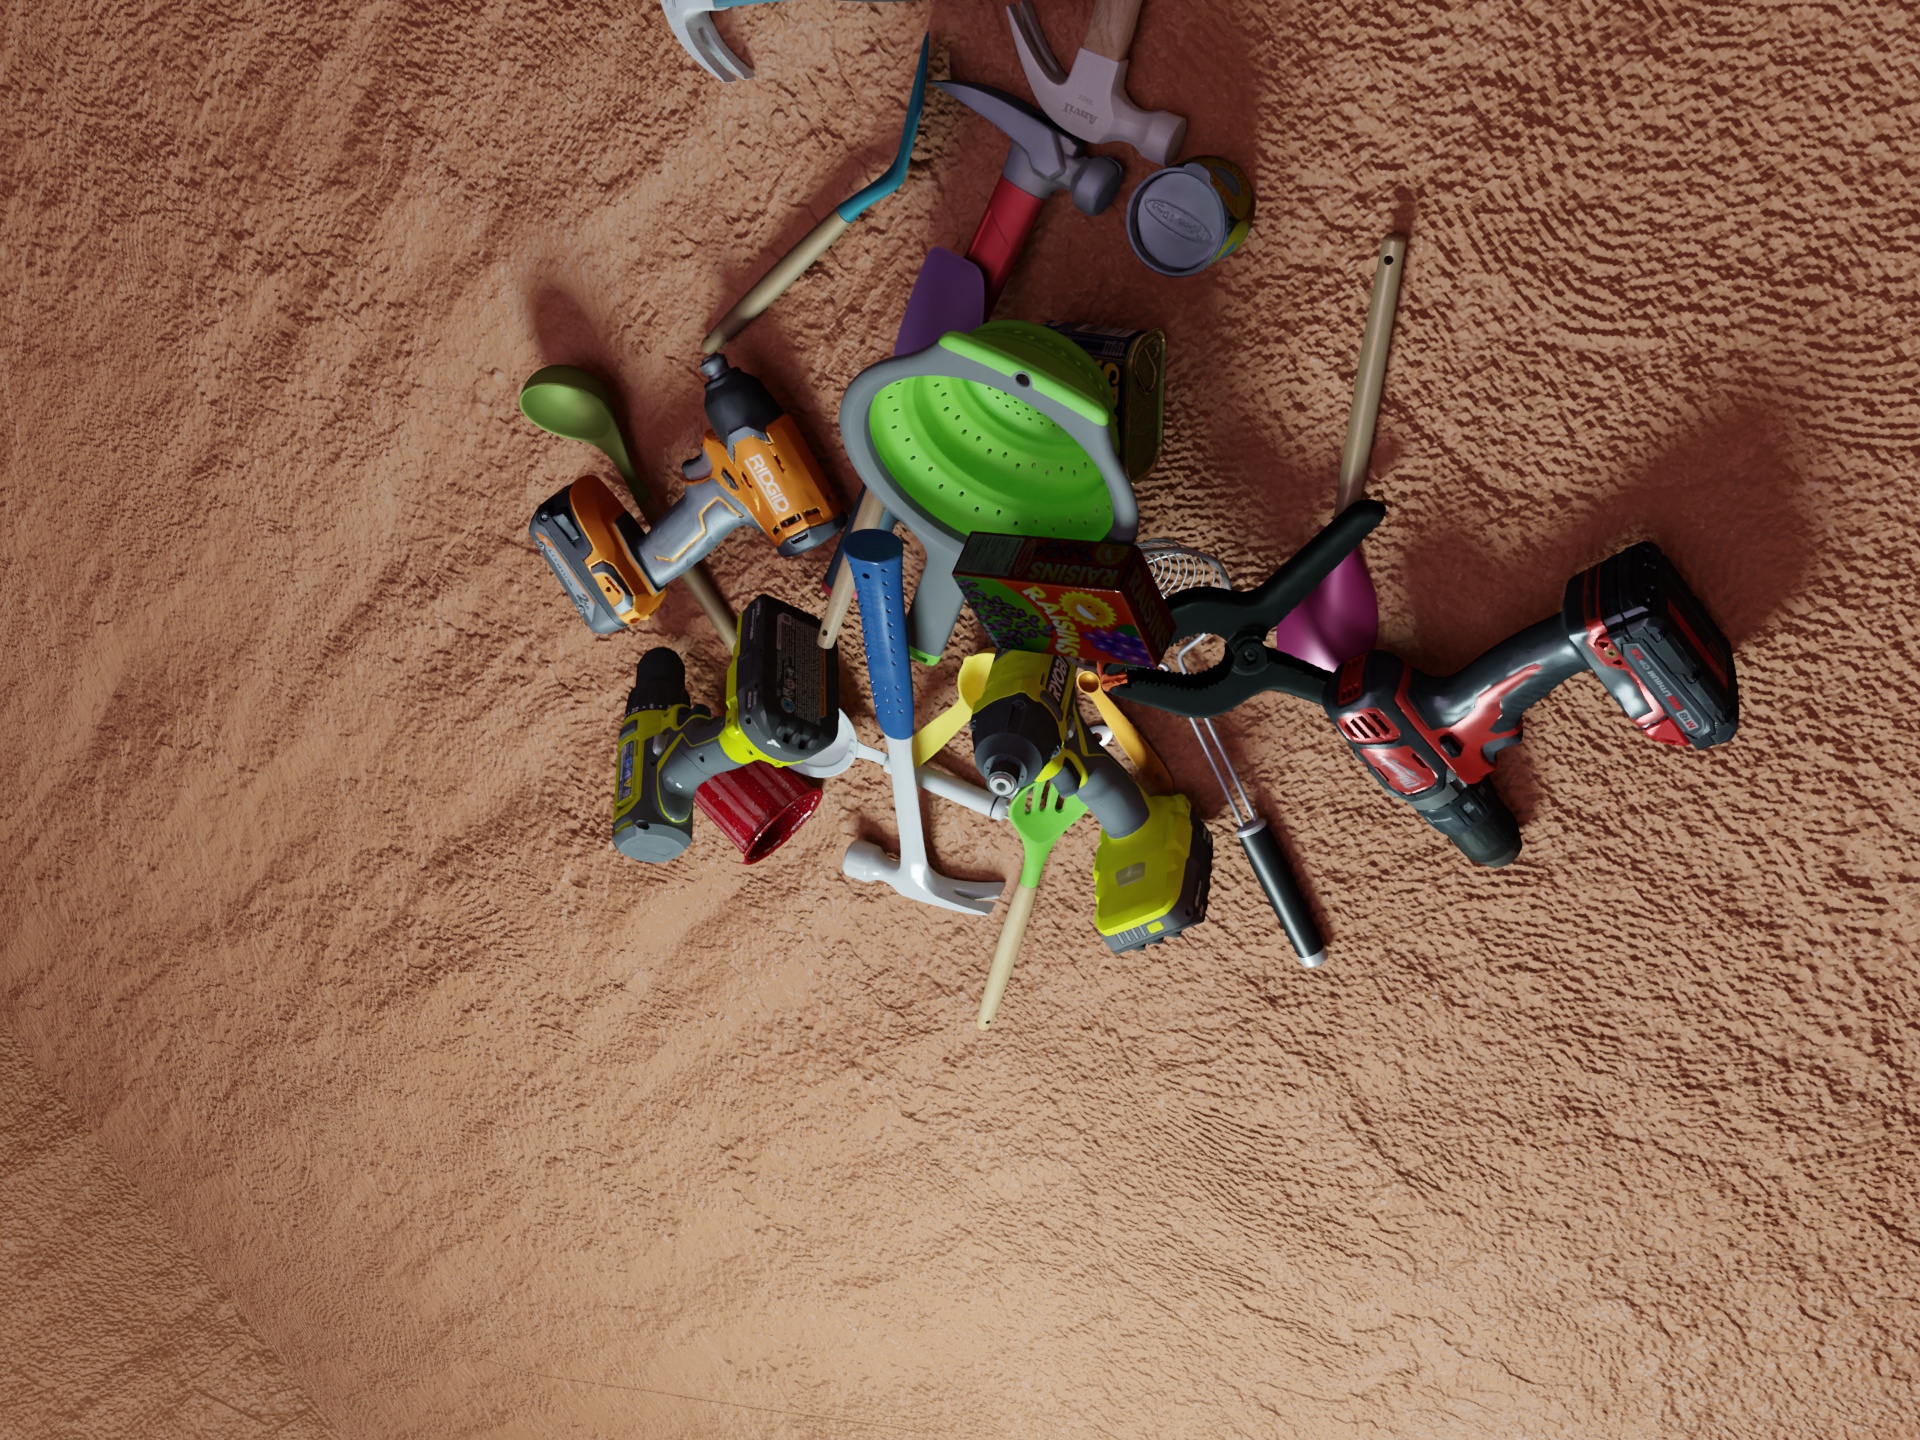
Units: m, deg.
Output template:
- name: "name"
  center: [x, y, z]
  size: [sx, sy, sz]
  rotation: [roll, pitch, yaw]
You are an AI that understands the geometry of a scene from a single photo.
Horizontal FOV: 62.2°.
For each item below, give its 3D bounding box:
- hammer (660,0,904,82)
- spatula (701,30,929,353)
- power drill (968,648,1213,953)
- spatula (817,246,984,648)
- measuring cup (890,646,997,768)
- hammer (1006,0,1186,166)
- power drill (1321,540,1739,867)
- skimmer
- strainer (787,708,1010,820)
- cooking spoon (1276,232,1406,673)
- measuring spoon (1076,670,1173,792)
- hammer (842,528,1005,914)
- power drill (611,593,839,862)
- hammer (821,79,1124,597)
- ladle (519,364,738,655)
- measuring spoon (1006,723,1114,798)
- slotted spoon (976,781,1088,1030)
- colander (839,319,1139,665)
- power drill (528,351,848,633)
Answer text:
- name: "hammer"
  center: [-0.074, -0.487, 1.036]
  size: [0.331, 0.033, 0.128]
  rotation: [14, 123, 33]
- name: "spatula"
  center: [-0.106, -0.355, 1.139]
  size: [0.044, 0.082, 0.317]
  rotation: [25, 143, -32]
- name: "power drill"
  center: [0.089, 0.055, 1.141]
  size: [0.080, 0.171, 0.223]
  rotation: [-26, 116, 28]
- name: "spatula"
  center: [-0.050, -0.183, 1.142]
  size: [0.060, 0.018, 0.315]
  rotation: [33, 121, 16]
- name: "measuring cup"
  center: [-0.002, -0.004, 1.268]
  size: [0.062, 0.029, 0.156]
  rotation: [49, 125, -1]
- name: "hammer"
  center: [0.116, -0.509, 0.932]
  size: [0.130, 0.031, 0.331]
  rotation: [28, 126, 16]
- name: "power drill"
  center: [0.369, 0.003, 1.012]
  size: [0.226, 0.080, 0.187]
  rotation: [-27, 118, 39]
- name: "skimmer"
  center: [0.186, 0.036, 1.142]
  size: [0.127, 0.090, 0.363]
  rotation: [-25, 103, 10]
- name: "strainer"
  center: [-0.063, 0.032, 1.326]
  size: [0.258, 0.050, 0.086]
  rotation: [23, 128, 13]
- name: "cooking spoon"
  center: [0.256, -0.157, 1.043]
  size: [0.069, 0.017, 0.318]
  rotation: [16, 123, 22]
- name: "measuring spoon"
  center: [0.128, 0.008, 1.217]
  size: [0.021, 0.011, 0.117]
  rotation: [-31, 100, 36]
- name: "hammer"
  center: [-0.042, 0.016, 1.229]
  size: [0.144, 0.035, 0.405]
  rotation: [18, 142, 19]
- name: "power drill"
  center: [-0.201, -0.008, 1.293]
  size: [0.080, 0.191, 0.228]
  rotation: [24, 140, -38]
- name: "hammer"
  center: [-0.030, -0.252, 1.136]
  size: [0.143, 0.038, 0.386]
  rotation: [36, 123, 12]
- name: "ladle"
  center: [-0.258, -0.156, 1.335]
  size: [0.078, 0.062, 0.320]
  rotation: [-20, 106, 46]
- name: "measuring spoon"
  center: [0.072, 0.033, 1.257]
  size: [0.124, 0.018, 0.034]
  rotation: [-30, 97, 38]
- name: "slotted spoon"
  center: [0.049, 0.152, 1.324]
  size: [0.070, 0.031, 0.313]
  rotation: [-1, 130, -18]
- name: "colander"
  center: [0.017, -0.155, 1.091]
  size: [0.204, 0.094, 0.397]
  rotation: [27, 154, 0]
- name: "power drill"
  center: [-0.222, -0.178, 1.251]
  size: [0.226, 0.084, 0.164]
  rotation: [-23, 109, 19]
